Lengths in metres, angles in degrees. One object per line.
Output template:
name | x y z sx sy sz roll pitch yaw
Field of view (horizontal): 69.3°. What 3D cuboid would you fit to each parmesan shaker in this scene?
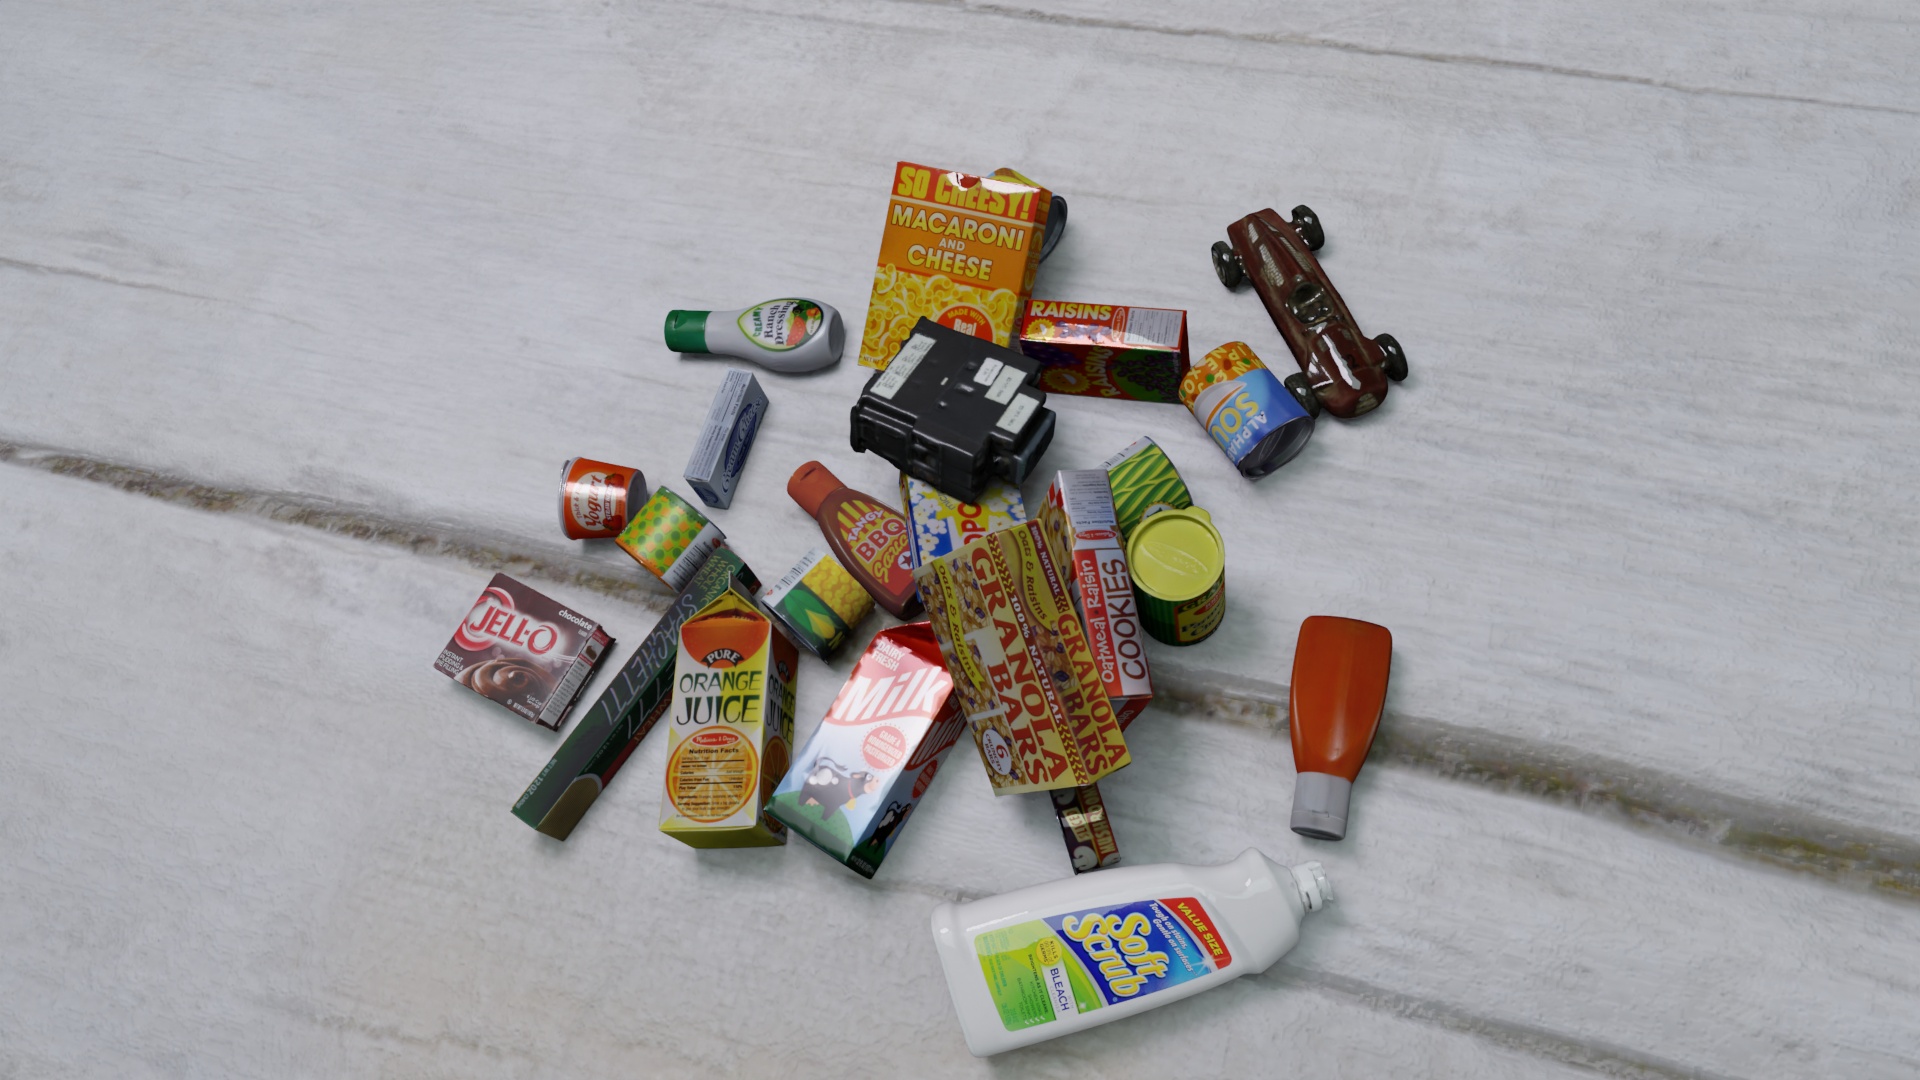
parmesan shaker | 0.155 0.027 0.978 0.071 0.102 0.071 -4 67 10

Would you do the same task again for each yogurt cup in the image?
yogurt cup | -0.286 -0.032 1.117 0.054 0.072 0.072 4 67 5

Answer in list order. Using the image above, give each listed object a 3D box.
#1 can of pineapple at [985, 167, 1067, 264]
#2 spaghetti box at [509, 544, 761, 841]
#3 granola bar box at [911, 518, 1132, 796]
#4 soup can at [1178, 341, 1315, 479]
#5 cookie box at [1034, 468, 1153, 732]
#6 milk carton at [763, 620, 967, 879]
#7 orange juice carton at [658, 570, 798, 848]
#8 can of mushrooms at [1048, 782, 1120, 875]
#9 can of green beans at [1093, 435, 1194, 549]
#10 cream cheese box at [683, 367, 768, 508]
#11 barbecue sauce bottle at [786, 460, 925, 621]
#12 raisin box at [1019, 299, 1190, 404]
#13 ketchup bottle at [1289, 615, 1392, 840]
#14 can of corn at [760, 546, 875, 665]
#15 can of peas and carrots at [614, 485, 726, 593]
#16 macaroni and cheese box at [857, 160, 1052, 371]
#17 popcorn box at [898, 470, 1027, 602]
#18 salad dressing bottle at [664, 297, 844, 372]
can of pineapple | 0.046 -0.268 1.149 0.058 0.070 0.071 36 78 24
spaghetti box | -0.241 0.113 1.049 0.029 0.050 0.250 32 76 20
granola bar box | 0.038 0.079 0.908 0.039 0.124 0.165 -18 86 -30
soup can | 0.211 -0.097 1.040 0.071 0.071 0.084 -33 64 -4
cookie box | 0.085 0.053 0.967 0.040 0.122 0.168 -2 64 -12
milk carton | -0.050 0.135 0.988 0.073 0.072 0.191 27 74 21
orange juice carton | -0.166 0.123 1.018 0.073 0.071 0.193 -3 66 10
can of mushrooms | 0.083 0.190 0.938 0.033 0.071 0.071 -17 64 2
can of green beans | 0.130 -0.035 1.030 0.058 0.071 0.071 -33 64 -3
cream cheese box | -0.189 -0.083 1.124 0.024 0.053 0.104 12 70 15
barbecue sauce bottle | -0.073 -0.005 1.071 0.065 0.043 0.149 -41 64 -18
raisin box | 0.113 -0.146 1.073 0.123 0.086 0.040 6 70 14
ketchup bottle | 0.253 0.127 0.946 0.065 0.043 0.149 8 69 16
can of corn | -0.105 0.049 1.043 0.071 0.071 0.058 39 79 24
can of peas and carrots | -0.229 -0.002 1.089 0.071 0.070 0.059 33 77 22
macaroni and cheese box | -0.005 -0.208 1.107 0.124 0.040 0.166 15 101 17
popcorn box | 0.004 -0.013 1.032 0.085 0.038 0.127 -3 48 -9
salad dressing bottle | -0.174 -0.174 1.167 0.148 0.044 0.064 3 66 13
